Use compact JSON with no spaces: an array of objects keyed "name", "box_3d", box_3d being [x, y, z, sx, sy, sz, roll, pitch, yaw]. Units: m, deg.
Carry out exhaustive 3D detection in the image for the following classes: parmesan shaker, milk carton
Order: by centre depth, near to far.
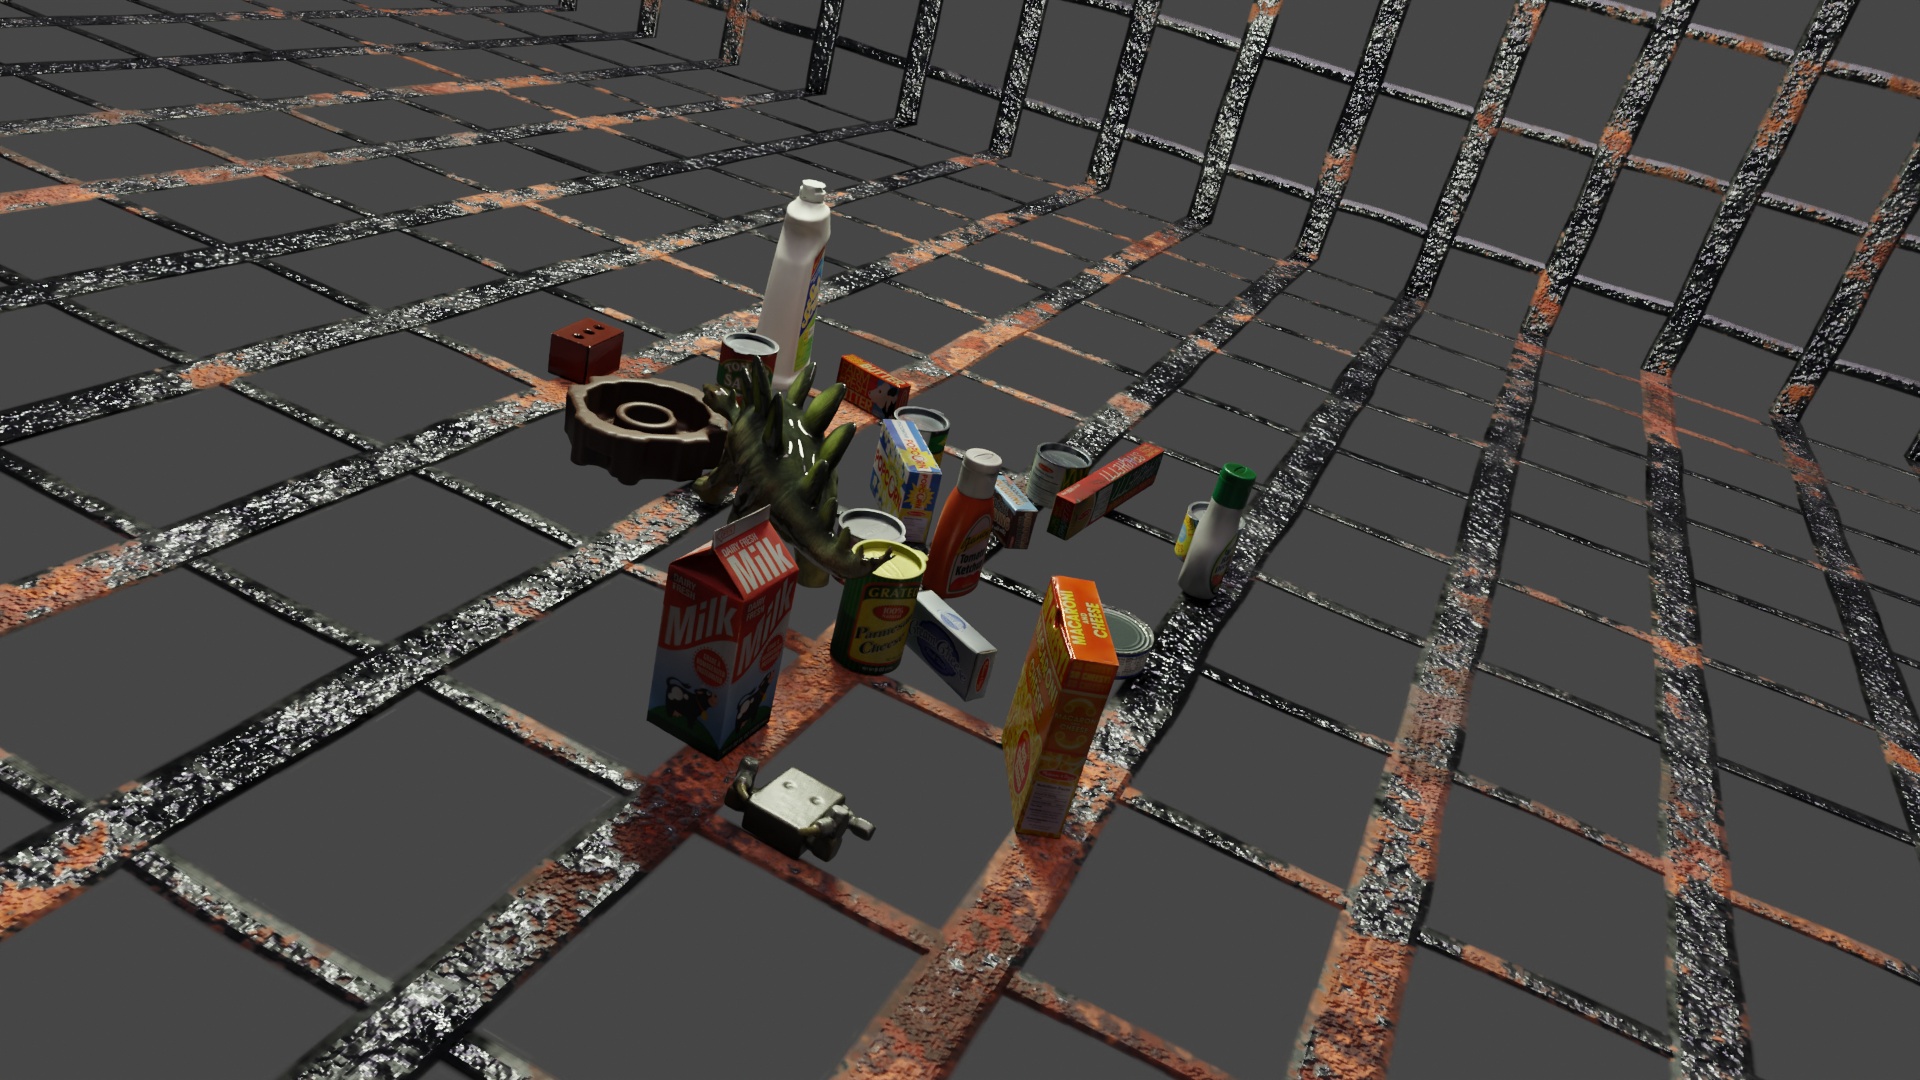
[{"name":"milk carton","box_3d":[-0.181,0.065,1.067,0.073,0.189,0.072,25,28,19]},{"name":"parmesan shaker","box_3d":[-0.071,0.059,1.226,0.071,0.102,0.071,12,27,-6]}]

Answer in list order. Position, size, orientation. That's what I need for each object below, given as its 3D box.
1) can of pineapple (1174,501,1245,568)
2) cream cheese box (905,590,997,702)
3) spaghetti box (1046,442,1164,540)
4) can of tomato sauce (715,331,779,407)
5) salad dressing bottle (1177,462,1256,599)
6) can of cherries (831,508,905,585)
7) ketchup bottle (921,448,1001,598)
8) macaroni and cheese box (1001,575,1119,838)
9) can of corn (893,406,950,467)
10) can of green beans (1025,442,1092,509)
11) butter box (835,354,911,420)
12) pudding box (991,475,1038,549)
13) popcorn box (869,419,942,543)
[{"name":"can of pineapple","box_3d":[0.279,-0.004,1.569,0.071,0.057,0.071,12,27,-6]},{"name":"cream cheese box","box_3d":[-0.012,0.094,1.245,0.024,0.053,0.104,-8,35,-38]},{"name":"spaghetti box","box_3d":[0.174,-0.061,1.633,0.029,0.050,0.251,26,29,22]},{"name":"can of tomato sauce","box_3d":[-0.254,-0.194,1.638,0.071,0.082,0.071,12,27,-6]},{"name":"salad dressing bottle","box_3d":[0.274,-0.010,1.479,0.044,0.147,0.064,27,29,22]},{"name":"can of cherries","box_3d":[-0.090,0.011,1.358,0.071,0.058,0.072,12,27,-6]},{"name":"ketchup bottle","box_3d":[0.005,-0.017,1.358,0.043,0.148,0.065,33,32,32]},{"name":"macaroni and cheese box","box_3d":[0.074,0.130,1.096,0.040,0.165,0.124,10,27,-10]},{"name":"can of corn","box_3d":[-0.049,-0.117,1.619,0.071,0.058,0.071,12,27,-6]},{"name":"can of green beans","box_3d":[0.114,-0.074,1.620,0.071,0.057,0.071,12,27,-6]},{"name":"butter box","box_3d":[-0.111,-0.189,1.731,0.103,0.053,0.024,31,31,29]},{"name":"pudding box","box_3d":[0.051,-0.032,1.517,0.030,0.049,0.084,0,30,-26]},{"name":"popcorn box","box_3d":[-0.060,-0.065,1.487,0.038,0.084,0.127,4,29,-20]}]
